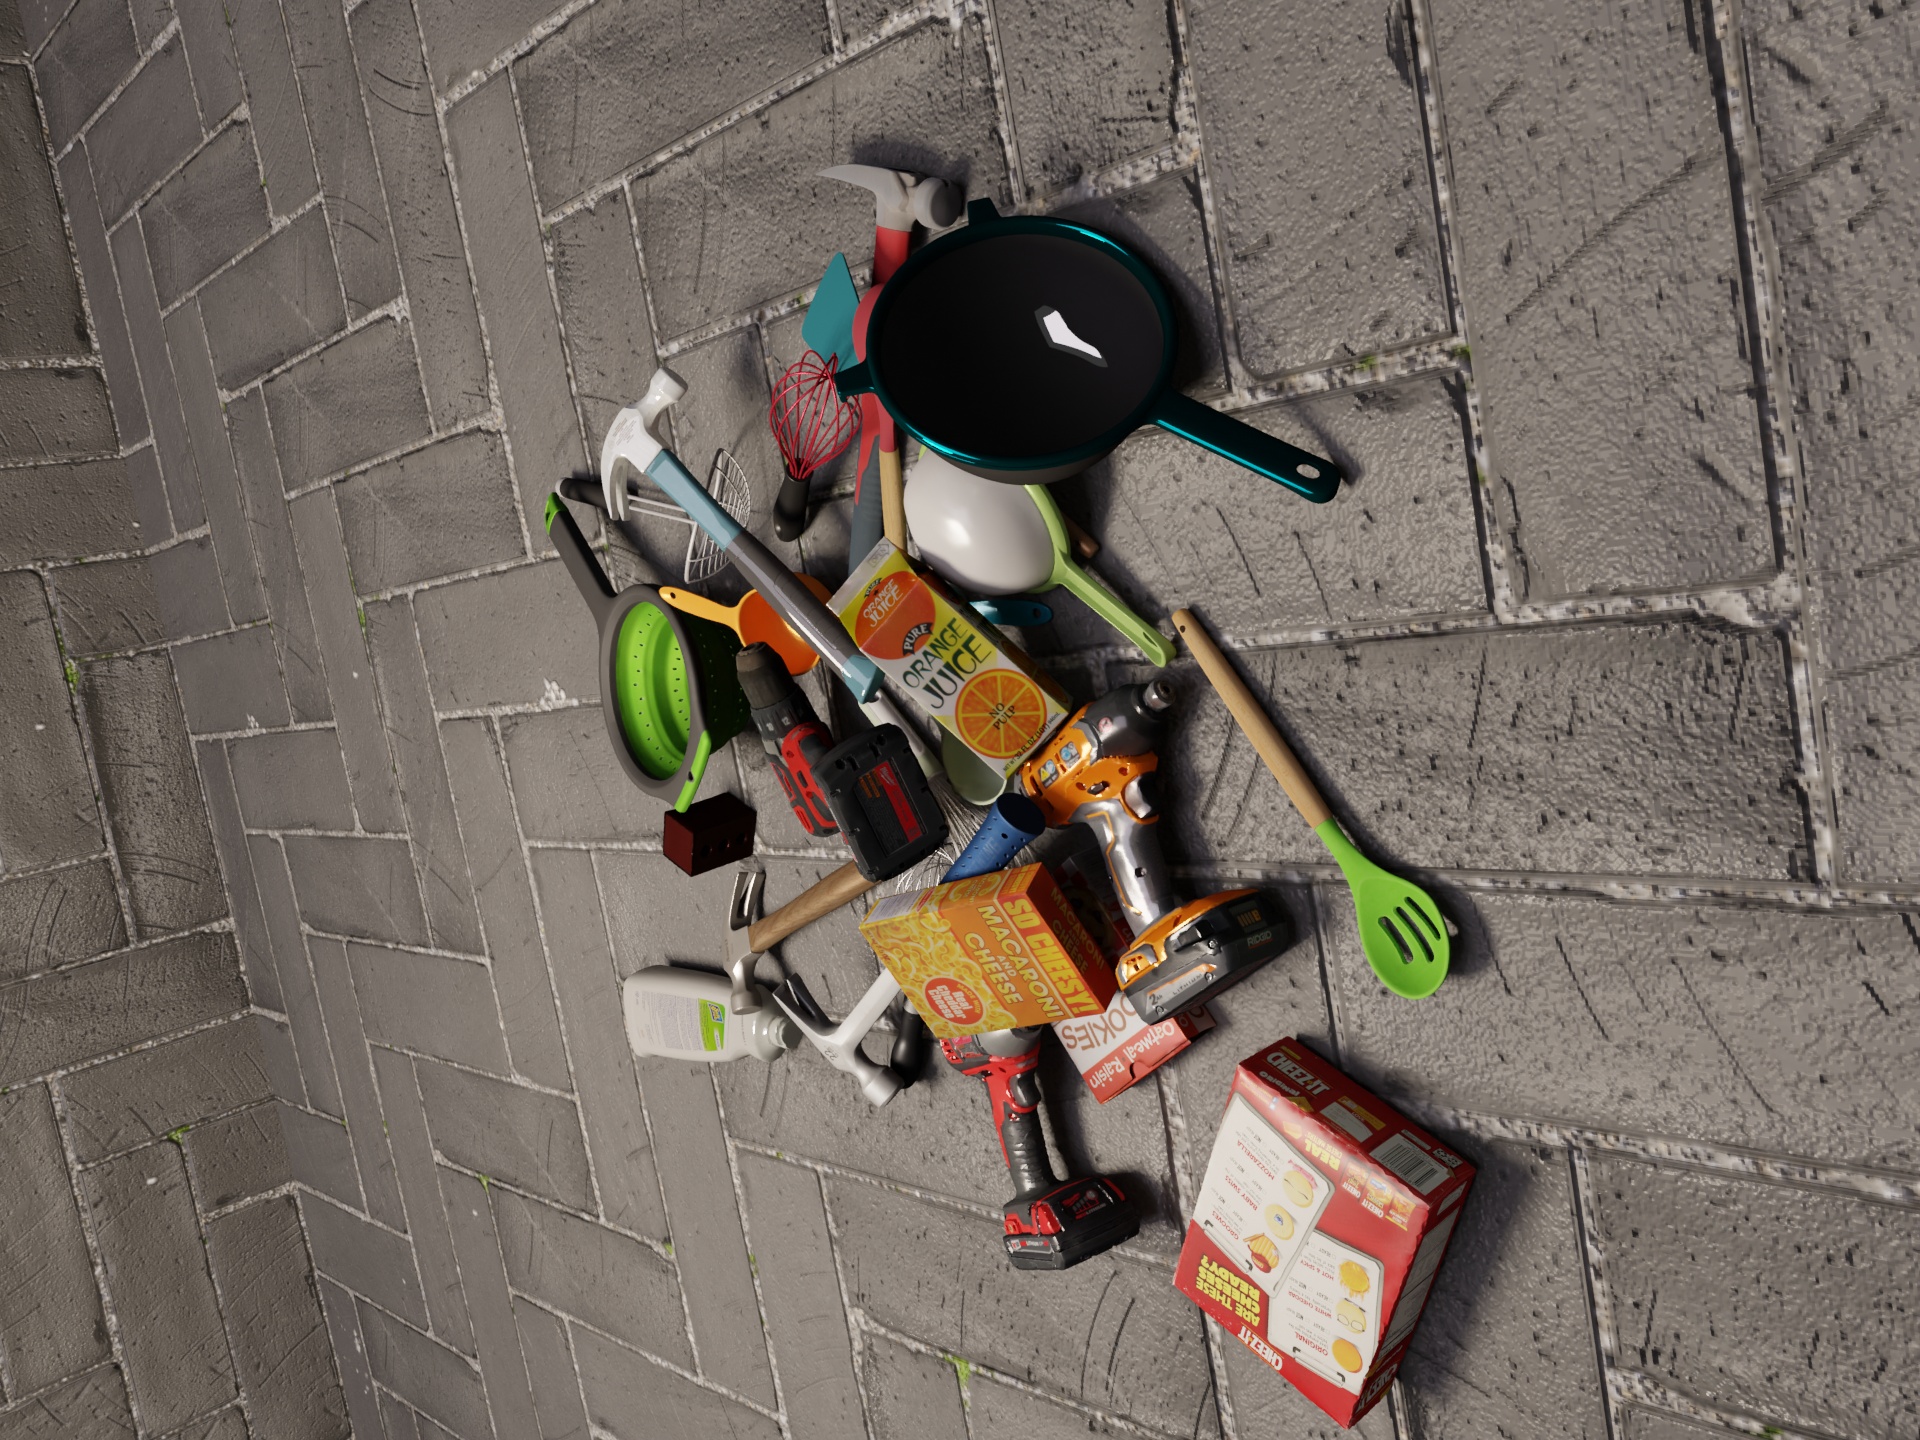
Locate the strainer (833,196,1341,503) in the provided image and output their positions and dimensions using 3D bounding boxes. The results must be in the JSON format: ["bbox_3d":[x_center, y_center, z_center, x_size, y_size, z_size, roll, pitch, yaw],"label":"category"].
[{"bbox_3d":[0.098,-0.211,1.091,0.340,0.211,0.095,28,160,15],"label":"strainer"}]

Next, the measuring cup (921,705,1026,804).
[{"bbox_3d":[-0.002,-0.004,1.312,0.168,0.038,0.083,52,134,26],"label":"measuring cup"}]

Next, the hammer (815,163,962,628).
[{"bbox_3d":[-0.078,-0.256,1.315,0.143,0.038,0.386,28,121,40],"label":"hammer"}]

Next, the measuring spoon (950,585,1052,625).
[{"bbox_3d":[0.024,-0.089,1.277,0.129,0.021,0.042,6,109,37],"label":"measuring spoon"}]

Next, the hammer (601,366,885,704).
[{"bbox_3d":[-0.182,-0.145,1.359,0.331,0.033,0.128,46,106,9],"label":"hammer"}]

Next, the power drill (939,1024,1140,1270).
[{"bbox_3d":[0.059,0.330,1.305,0.143,0.078,0.220,-39,69,61],"label":"power drill"}]

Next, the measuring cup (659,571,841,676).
[{"bbox_3d":[-0.187,-0.102,1.433,0.174,0.052,0.095,19,126,21],"label":"measuring cup"}]

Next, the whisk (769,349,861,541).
[{"bbox_3d":[-0.130,-0.214,1.309,0.073,0.073,0.295,64,162,11],"label":"whisk"}]

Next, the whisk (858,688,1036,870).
[{"bbox_3d":[-0.017,0.057,1.340,0.247,0.058,0.059,51,164,29],"label":"whisk"}]

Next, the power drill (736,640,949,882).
[{"bbox_3d":[-0.113,0.030,1.346,0.227,0.080,0.187,23,140,62],"label":"power drill"}]

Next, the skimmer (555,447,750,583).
[{"bbox_3d":[-0.320,-0.215,1.547,0.363,0.090,0.127,18,95,45],"label":"skimmer"}]

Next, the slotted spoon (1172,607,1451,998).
[{"bbox_3d":[0.234,0.048,1.081,0.314,0.031,0.070,58,136,20],"label":"slotted spoon"}]

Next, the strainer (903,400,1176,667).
[{"bbox_3d":[0.044,-0.109,1.176,0.256,0.069,0.151,41,155,18],"label":"strainer"}]

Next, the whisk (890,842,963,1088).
[{"bbox_3d":[-0.036,0.223,1.403,0.070,0.070,0.284,36,131,35],"label":"whisk"}]

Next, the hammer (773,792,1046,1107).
[{"bbox_3d":[-0.040,0.184,1.320,0.144,0.035,0.405,41,135,8],"label":"hammer"}]

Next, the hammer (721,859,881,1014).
[{"bbox_3d":[-0.131,0.165,1.489,0.331,0.031,0.130,-35,59,42],"label":"hammer"}]

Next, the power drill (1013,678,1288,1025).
[{"bbox_3d":[0.141,0.087,1.155,0.164,0.084,0.227,-47,63,44],"label":"power drill"}]

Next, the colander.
[{"bbox_3d":[-0.303,-0.091,1.574,0.397,0.094,0.204,56,136,30],"label":"colander"}]

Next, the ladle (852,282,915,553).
[{"bbox_3d":[-0.054,-0.194,1.244,0.069,0.031,0.315,43,151,35],"label":"ladle"}]

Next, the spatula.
[{"bbox_3d":[-0.010,-0.232,1.221,0.317,0.044,0.082,42,128,11],"label":"spatula"}]
